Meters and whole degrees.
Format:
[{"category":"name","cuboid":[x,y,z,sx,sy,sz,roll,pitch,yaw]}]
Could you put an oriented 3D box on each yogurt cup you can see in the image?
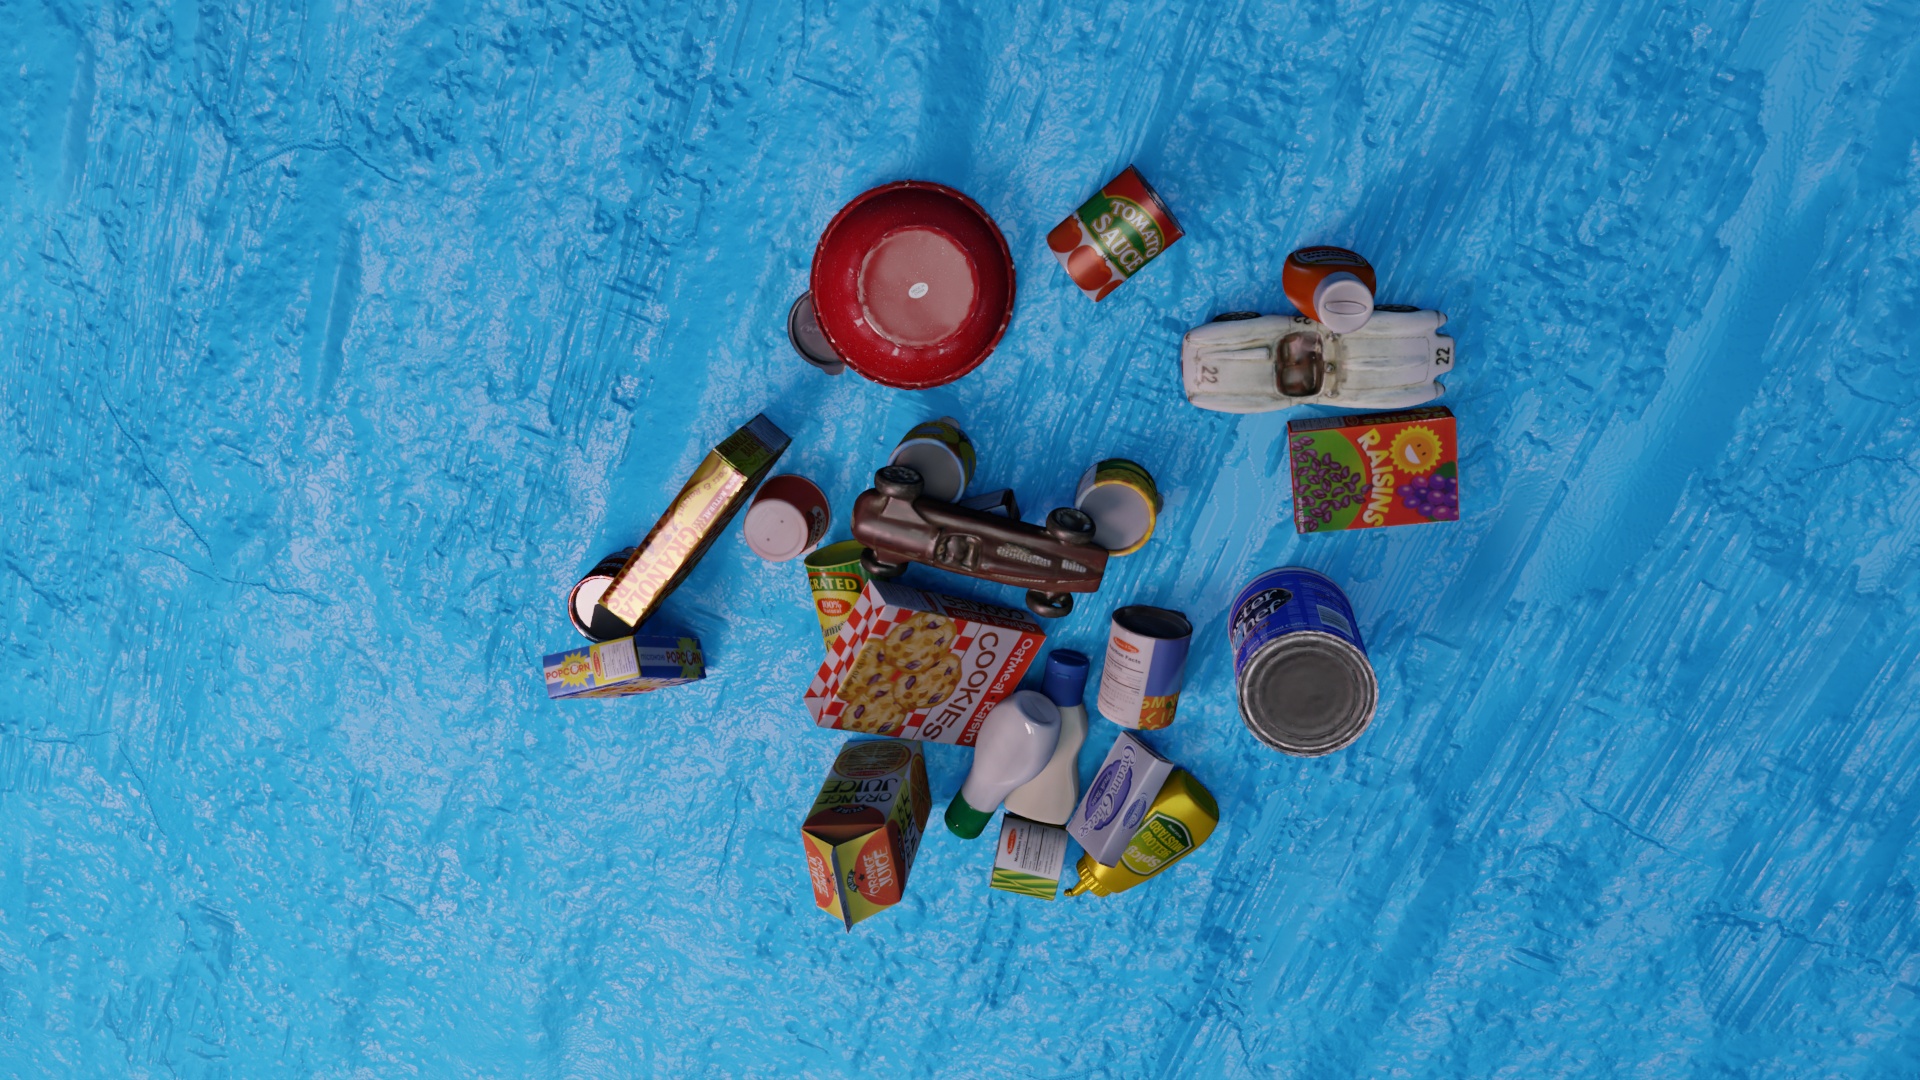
[{"category":"yogurt cup","cuboid":[-0.147,-0.016,1.151,0.072,0.054,0.072,2,107,8]}]

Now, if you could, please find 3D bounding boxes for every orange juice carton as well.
[{"category":"orange juice carton","cuboid":[-0.079,0.240,1.150,0.073,0.193,0.071,-5,108,11]}]

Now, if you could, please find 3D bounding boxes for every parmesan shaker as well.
[{"category":"parmesan shaker","cuboid":[-0.085,0.057,1.158,0.071,0.071,0.102,-9,106,11]}]

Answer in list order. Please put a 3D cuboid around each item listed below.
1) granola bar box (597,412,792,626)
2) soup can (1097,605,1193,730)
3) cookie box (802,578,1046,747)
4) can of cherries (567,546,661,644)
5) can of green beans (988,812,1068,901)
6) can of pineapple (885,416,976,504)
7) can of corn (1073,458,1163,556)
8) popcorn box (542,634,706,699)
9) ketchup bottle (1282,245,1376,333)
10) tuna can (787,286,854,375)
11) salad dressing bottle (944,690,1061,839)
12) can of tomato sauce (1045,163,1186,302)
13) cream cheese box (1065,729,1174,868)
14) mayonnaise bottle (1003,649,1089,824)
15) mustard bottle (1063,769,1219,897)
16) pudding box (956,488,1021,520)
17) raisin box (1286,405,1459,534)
[{"category":"granola bar box","cuboid":[-0.212,-0.018,1.123,0.039,0.124,0.165,39,109,-4]},{"category":"soup can","cuboid":[0.153,0.104,1.142,0.071,0.071,0.083,9,110,5]},{"category":"cookie box","cuboid":[-0.027,0.103,1.132,0.167,0.040,0.122,14,116,-37]},{"category":"can of cherries","cuboid":[-0.295,0.047,1.191,0.071,0.058,0.071,3,109,8]},{"category":"can of green beans","cuboid":[0.059,0.275,1.209,0.058,0.071,0.071,12,109,4]},{"category":"can of pineapple","cuboid":[-0.024,-0.060,1.117,0.071,0.058,0.070,2,108,8]},{"category":"can of corn","cuboid":[0.126,-0.026,1.106,0.071,0.058,0.071,3,109,8]},{"category":"popcorn box","cuboid":[-0.281,0.107,1.172,0.085,0.126,0.038,-14,81,13]},{"category":"ketchup bottle","cuboid":[0.266,-0.178,0.988,0.065,0.149,0.043,4,110,7]},{"category":"tuna can","cuboid":[-0.102,-0.169,1.106,0.071,0.033,0.070,2,108,7]},{"category":"salad dressing bottle","cuboid":[0.032,0.191,1.166,0.064,0.044,0.147,47,125,27]},{"category":"can of tomato sauce","cuboid":[0.115,-0.228,1.036,0.083,0.071,0.071,-37,99,18]},{"category":"cream cheese box","cuboid":[0.134,0.217,1.173,0.024,0.053,0.103,25,96,-35]},{"category":"mayonnaise bottle","cuboid":[0.079,0.167,1.185,0.065,0.041,0.147,14,108,11]},{"category":"mustard bottle","cuboid":[0.149,0.266,1.202,0.065,0.049,0.160,43,108,-10]},{"category":"pudding box","cuboid":[0.004,-0.014,1.132,0.083,0.050,0.030,-14,107,12]},{"category":"raisin box","cuboid":[0.320,-0.054,1.079,0.123,0.040,0.086,-5,106,11]}]
